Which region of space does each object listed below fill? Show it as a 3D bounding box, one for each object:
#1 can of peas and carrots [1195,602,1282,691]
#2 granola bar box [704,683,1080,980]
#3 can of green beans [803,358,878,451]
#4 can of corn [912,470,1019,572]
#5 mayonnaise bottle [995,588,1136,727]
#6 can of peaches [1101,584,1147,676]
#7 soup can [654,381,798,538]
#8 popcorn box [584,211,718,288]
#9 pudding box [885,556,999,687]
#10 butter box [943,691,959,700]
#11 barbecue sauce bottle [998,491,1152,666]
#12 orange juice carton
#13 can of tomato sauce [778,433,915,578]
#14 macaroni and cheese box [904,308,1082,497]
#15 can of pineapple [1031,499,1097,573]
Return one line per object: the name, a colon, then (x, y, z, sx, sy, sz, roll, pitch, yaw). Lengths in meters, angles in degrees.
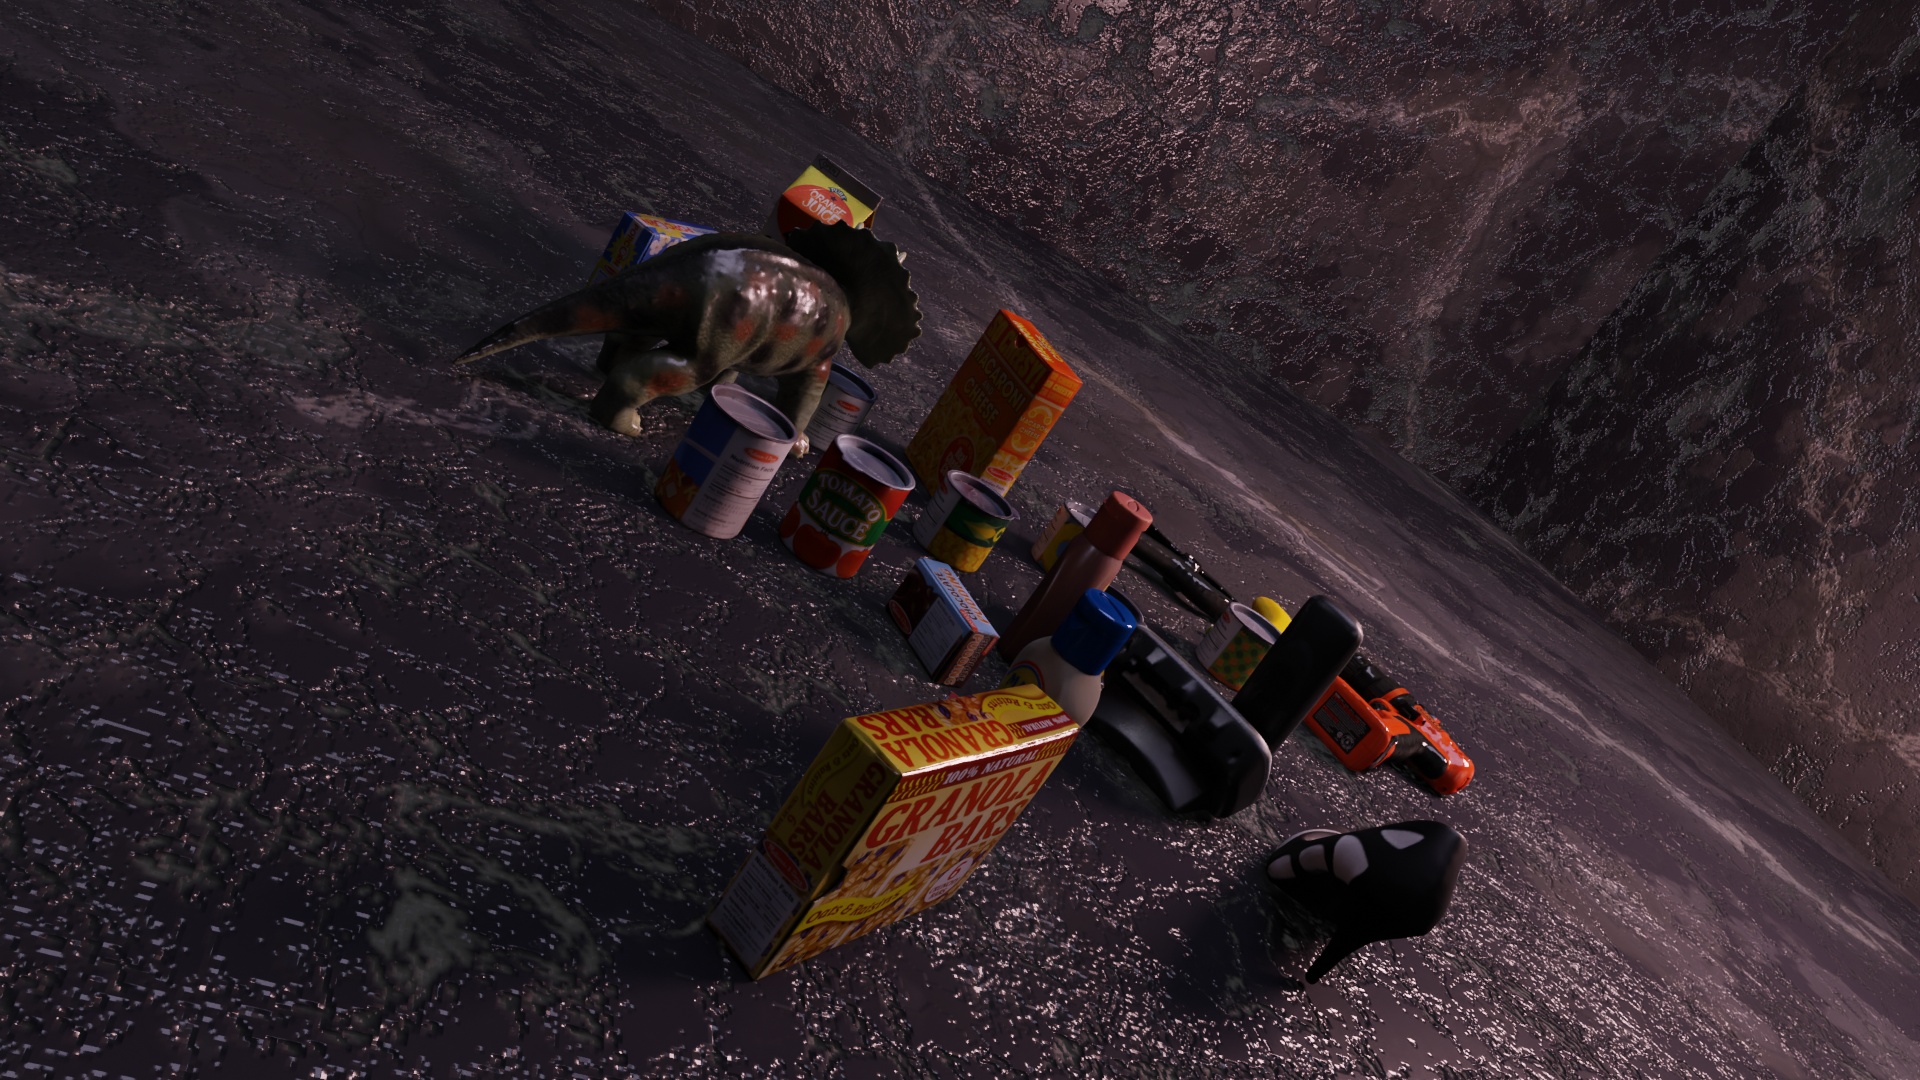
can of peas and carrots: (0.264, 0.102, 1.295, 0.071, 0.058, 0.071, 30, 19, -12)
granola bar box: (-0.025, 0.131, 0.653, 0.039, 0.123, 0.166, 43, 21, 24)
can of green beans: (-0.114, -0.117, 1.202, 0.071, 0.057, 0.071, 30, 19, -12)
can of corn: (0.004, -0.014, 1.149, 0.071, 0.058, 0.071, 30, 19, -12)
mayonnaise bottle: (0.047, 0.095, 0.822, 0.041, 0.147, 0.065, 19, 24, -38)
can of peaches: (0.105, 0.070, 1.114, 0.071, 0.058, 0.071, 30, 19, -12)
soup can: (-0.160, -0.054, 0.939, 0.071, 0.083, 0.071, 30, 19, -12)
popcorn box: (-0.258, -0.233, 1.203, 0.038, 0.085, 0.127, 40, 20, 16)
pudding box: (-0.014, 0.056, 0.965, 0.030, 0.049, 0.084, 17, 26, -42)
butter box: (-0.023, 0.126, 0.778, 0.024, 0.053, 0.104, 36, 19, 5)
barbecue sauce bottle: (0.086, 0.032, 1.035, 0.044, 0.148, 0.065, 35, 19, 3)
orange juice carton: (-0.148, -0.248, 1.255, 0.072, 0.192, 0.073, 35, 19, 2)
can of tomato sauce: (-0.083, -0.024, 0.993, 0.071, 0.083, 0.071, 30, 19, -12)
macaroni and cheese box: (0.025, -0.108, 1.243, 0.040, 0.166, 0.124, 21, 23, -34)
can of pineapple: (0.108, 0.006, 1.271, 0.071, 0.057, 0.071, 30, 19, -12)
